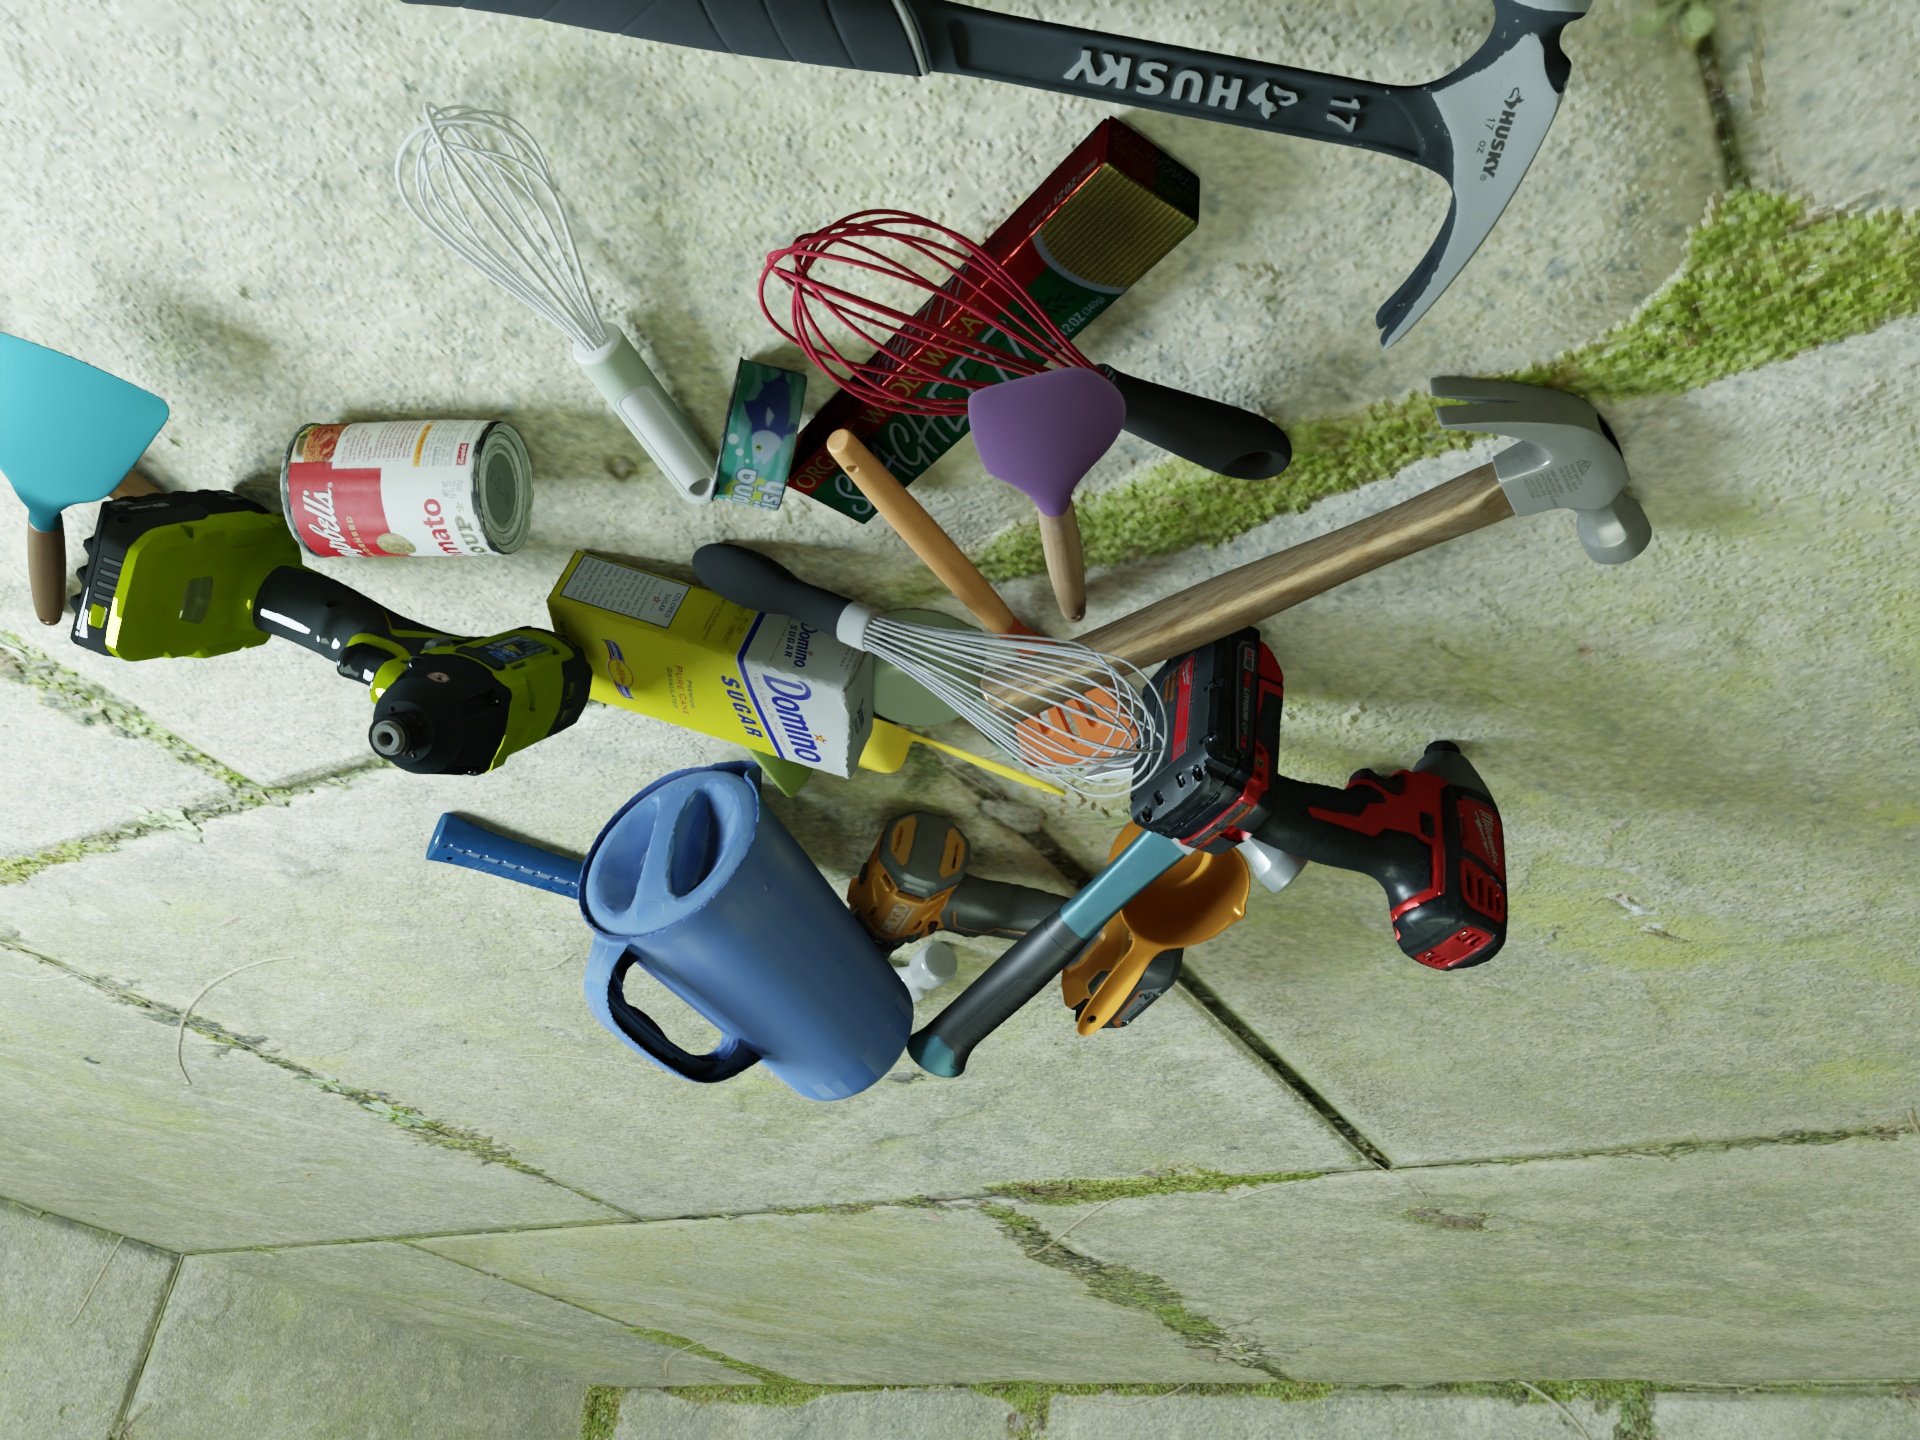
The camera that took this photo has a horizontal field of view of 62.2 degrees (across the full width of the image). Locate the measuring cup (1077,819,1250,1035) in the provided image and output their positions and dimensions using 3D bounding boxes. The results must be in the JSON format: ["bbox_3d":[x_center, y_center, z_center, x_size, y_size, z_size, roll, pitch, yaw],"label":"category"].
[{"bbox_3d":[0.120,0.132,1.056,0.095,0.052,0.173,23,113,-20],"label":"measuring cup"}]

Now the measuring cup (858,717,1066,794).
[{"bbox_3d":[-0.013,0.029,0.969,0.156,0.029,0.062,19,173,0],"label":"measuring cup"}]

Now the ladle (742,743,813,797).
[{"bbox_3d":[-0.244,-0.013,0.962,0.320,0.062,0.078,11,176,-1],"label":"ladle"}]

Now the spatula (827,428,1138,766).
[{"bbox_3d":[0.012,-0.055,0.837,0.081,0.041,0.322,-9,153,23],"label":"spatula"}]

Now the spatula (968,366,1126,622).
[{"bbox_3d":[0.046,-0.091,0.716,0.060,0.018,0.315,-13,167,4],"label":"spatula"}]

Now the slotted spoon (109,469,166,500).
[{"bbox_3d":[-0.462,-0.142,0.828,0.070,0.031,0.313,-6,147,29],"label":"slotted spoon"}]

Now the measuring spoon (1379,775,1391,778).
[{"bbox_3d":[0.237,0.056,1.020,0.034,0.018,0.124,27,149,-28],"label":"measuring spoon"}]

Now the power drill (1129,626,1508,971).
[{"bbox_3d":[0.209,0.038,0.887,0.219,0.143,0.078,26,139,-16],"label":"power drill"}]

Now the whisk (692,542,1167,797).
[{"bbox_3d":[-0.024,-0.035,0.805,0.285,0.070,0.070,23,154,24],"label":"whisk"}]

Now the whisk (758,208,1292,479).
[{"bbox_3d":[0.043,-0.140,0.652,0.295,0.073,0.073,10,153,-42],"label":"whisk"}]

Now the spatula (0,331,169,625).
[{"bbox_3d":[-0.483,-0.108,0.852,0.082,0.044,0.317,22,157,-23],"label":"spatula"}]

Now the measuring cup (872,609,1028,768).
[{"bbox_3d":[-0.001,-0.003,0.943,0.083,0.038,0.167,-14,140,29],"label":"measuring cup"}]

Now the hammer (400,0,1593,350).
[{"bbox_3d":[0.002,-0.235,0.562,0.409,0.036,0.149,10,128,1],"label":"hammer"}]

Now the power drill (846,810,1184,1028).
[{"bbox_3d":[0.027,0.152,1.148,0.226,0.084,0.185,18,146,-9],"label":"power drill"}]

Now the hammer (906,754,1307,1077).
[{"bbox_3d":[0.067,0.138,1.020,0.128,0.033,0.331,46,125,5],"label":"hammer"}]

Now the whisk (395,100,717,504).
[{"bbox_3d":[-0.165,-0.173,0.707,0.058,0.059,0.246,-29,145,3],"label":"whisk"}]

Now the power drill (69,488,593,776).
[{"bbox_3d":[-0.320,-0.040,0.807,0.223,0.171,0.080,22,104,6],"label":"power drill"}]

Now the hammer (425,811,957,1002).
[{"bbox_3d":[-0.211,0.156,1.235,0.405,0.035,0.144,22,145,-22],"label":"hammer"}]

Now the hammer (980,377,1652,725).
[{"bbox_3d":[0.155,-0.069,0.782,0.331,0.031,0.129,-22,135,25],"label":"hammer"}]
